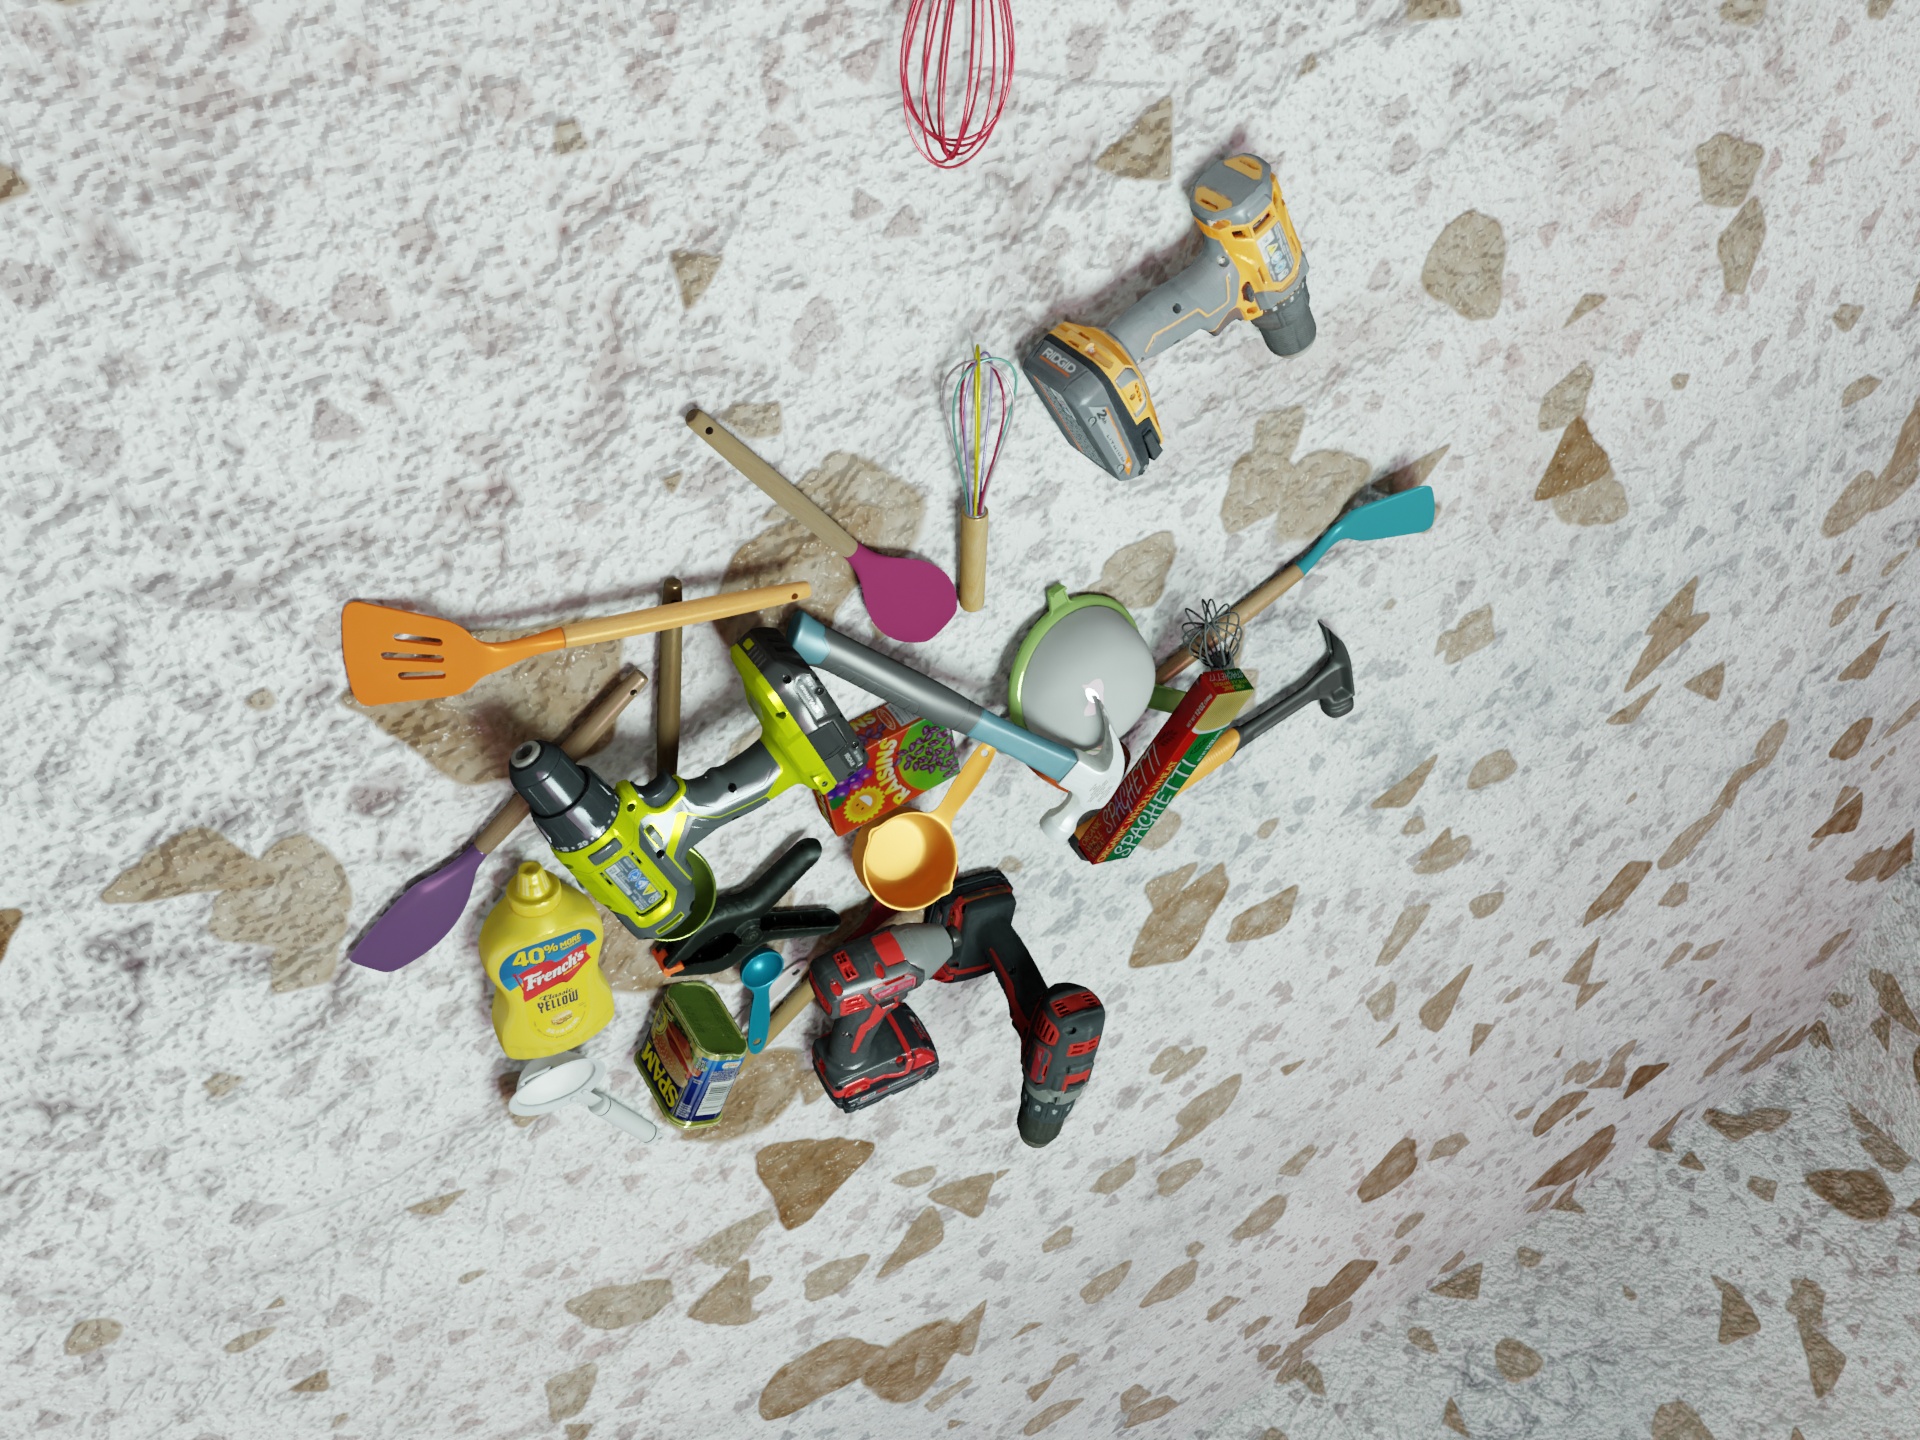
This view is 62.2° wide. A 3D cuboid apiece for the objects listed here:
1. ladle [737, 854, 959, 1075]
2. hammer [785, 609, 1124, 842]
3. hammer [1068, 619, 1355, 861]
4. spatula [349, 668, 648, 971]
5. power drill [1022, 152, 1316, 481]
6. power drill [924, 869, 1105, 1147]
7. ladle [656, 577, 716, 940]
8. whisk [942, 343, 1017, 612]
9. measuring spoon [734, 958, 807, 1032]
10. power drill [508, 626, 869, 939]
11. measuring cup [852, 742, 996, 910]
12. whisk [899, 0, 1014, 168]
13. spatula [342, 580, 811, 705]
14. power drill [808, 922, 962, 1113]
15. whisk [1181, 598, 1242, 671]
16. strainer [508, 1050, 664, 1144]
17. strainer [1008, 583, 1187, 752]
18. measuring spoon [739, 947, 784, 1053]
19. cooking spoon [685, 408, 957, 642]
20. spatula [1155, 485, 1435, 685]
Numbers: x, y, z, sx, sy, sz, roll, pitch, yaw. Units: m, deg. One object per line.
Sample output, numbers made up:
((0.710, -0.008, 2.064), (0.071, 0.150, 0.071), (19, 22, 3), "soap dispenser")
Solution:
((-0.120, 0.231, 1.491), (0.315, 0.031, 0.069), (-47, 139, 11), "ladle")
((-0.002, -0.004, 1.289), (0.330, 0.033, 0.128), (26, 118, -29), "hammer")
((0.249, 0.032, 1.582), (0.337, 0.034, 0.127), (-33, 140, -8), "hammer")
((-0.341, 0.078, 1.192), (0.316, 0.018, 0.059), (-46, 140, 9), "spatula")
((0.173, -0.287, 1.206), (0.226, 0.084, 0.185), (-45, 141, -1), "power drill")
((0.047, 0.273, 1.499), (0.080, 0.227, 0.187), (-12, 132, -29), "power drill")
((-0.221, 0.037, 1.218), (0.078, 0.062, 0.320), (-9, 128, -24), "ladle")
((0.013, -0.179, 1.212), (0.051, 0.047, 0.244), (-22, 141, -21), "whisk")
((-0.186, 0.269, 1.481), (0.124, 0.018, 0.034), (-44, 139, 3), "measuring spoon")
((-0.199, 0.036, 1.163), (0.228, 0.080, 0.190), (-36, 131, -7), "power drill")
((-0.028, 0.085, 1.407), (0.095, 0.052, 0.173), (38, 81, -21), "measuring cup")
((0.005, -0.473, 0.928), (0.073, 0.073, 0.295), (-14, 127, -27), "whisk")
((-0.256, -0.067, 1.104), (0.322, 0.041, 0.081), (-14, 129, -27), "spatula")
((-0.071, 0.270, 1.496), (0.143, 0.079, 0.219), (-20, 145, -21), "power drill")
((0.234, -0.054, 1.447), (0.055, 0.055, 0.238), (-39, 158, 0), "whisk")
((-0.329, 0.340, 1.423), (0.087, 0.050, 0.258), (-32, 145, 0), "strainer")
((0.158, -0.020, 1.406), (0.256, 0.069, 0.151), (11, 101, -39), "strainer")
((-0.188, 0.255, 1.460), (0.042, 0.021, 0.128), (-13, 130, -29), "measuring spoon")
((-0.097, -0.140, 1.178), (0.069, 0.017, 0.318), (-46, 140, 6), "cooking spoon")
((0.301, -0.118, 1.479), (0.317, 0.044, 0.082), (-37, 152, -1), "spatula")
